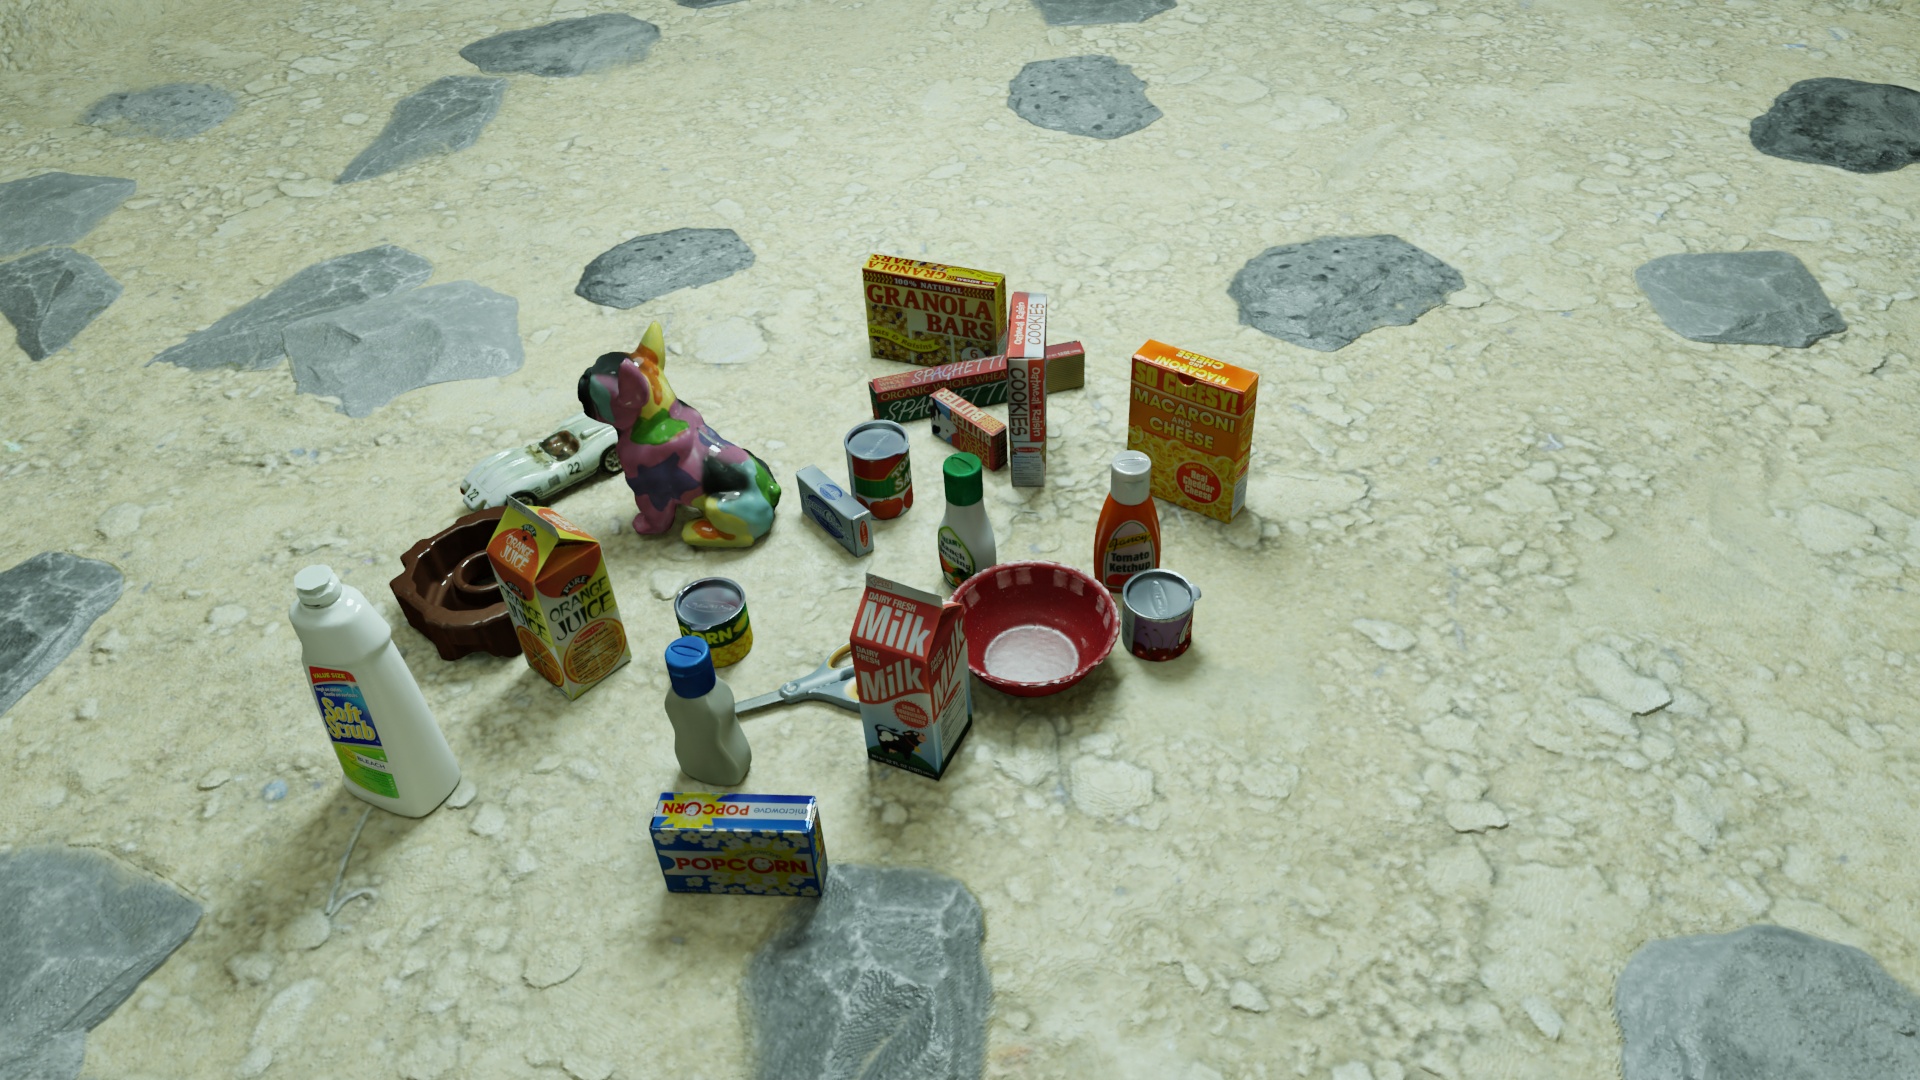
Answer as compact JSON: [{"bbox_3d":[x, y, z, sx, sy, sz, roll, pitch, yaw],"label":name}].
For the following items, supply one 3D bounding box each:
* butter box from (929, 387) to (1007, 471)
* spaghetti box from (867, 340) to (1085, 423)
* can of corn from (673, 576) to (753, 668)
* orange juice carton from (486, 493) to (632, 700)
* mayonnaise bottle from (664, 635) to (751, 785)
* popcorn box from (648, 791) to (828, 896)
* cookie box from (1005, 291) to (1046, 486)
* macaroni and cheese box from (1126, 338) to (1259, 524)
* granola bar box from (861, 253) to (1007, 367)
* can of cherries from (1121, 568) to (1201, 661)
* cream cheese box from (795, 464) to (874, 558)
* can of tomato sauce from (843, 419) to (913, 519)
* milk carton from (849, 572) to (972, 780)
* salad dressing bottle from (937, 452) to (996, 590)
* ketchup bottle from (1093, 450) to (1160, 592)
[{"bbox_3d":[0.009,-0.121,1.516,0.024,0.052,0.104,-33,49,-29],"label":"butter box"},{"bbox_3d":[0.021,-0.179,1.583,0.250,0.049,0.029,-12,42,-10],"label":"spaghetti box"},{"bbox_3d":[-0.231,0.079,1.302,0.071,0.058,0.071,-2,41,2],"label":"can of corn"},{"bbox_3d":[-0.363,0.045,1.249,0.072,0.191,0.073,29,51,31],"label":"orange juice carton"},{"bbox_3d":[-0.215,0.143,1.161,0.065,0.147,0.041,11,43,16],"label":"mayonnaise bottle"},{"bbox_3d":[-0.173,0.240,1.096,0.127,0.084,0.038,0,42,4],"label":"popcorn box"},{"bbox_3d":[0.071,-0.160,1.470,0.040,0.166,0.123,0,42,5],"label":"cookie box"},{"bbox_3d":[0.231,-0.108,1.402,0.124,0.165,0.040,23,48,26],"label":"macaroni and cheese box"},{"bbox_3d":[-0.029,-0.262,1.625,0.165,0.123,0.039,12,44,17],"label":"granola bar box"},{"bbox_3d":[0.185,0.070,1.285,0.071,0.058,0.072,-2,41,2],"label":"can of cherries"},{"bbox_3d":[-0.129,-0.031,1.422,0.024,0.053,0.104,-29,48,-26],"label":"cream cheese box"},{"bbox_3d":[-0.082,-0.072,1.444,0.071,0.082,0.071,-2,41,2],"label":"can of tomato sauce"},{"bbox_3d":[-0.040,0.105,1.160,0.072,0.189,0.074,15,45,20],"label":"milk carton"},{"bbox_3d":[0.005,-0.017,1.327,0.044,0.146,0.064,-33,49,-29],"label":"salad dressing bottle"},{"bbox_3d":[0.159,-0.017,1.317,0.065,0.148,0.044,-4,41,-1],"label":"ketchup bottle"}]
